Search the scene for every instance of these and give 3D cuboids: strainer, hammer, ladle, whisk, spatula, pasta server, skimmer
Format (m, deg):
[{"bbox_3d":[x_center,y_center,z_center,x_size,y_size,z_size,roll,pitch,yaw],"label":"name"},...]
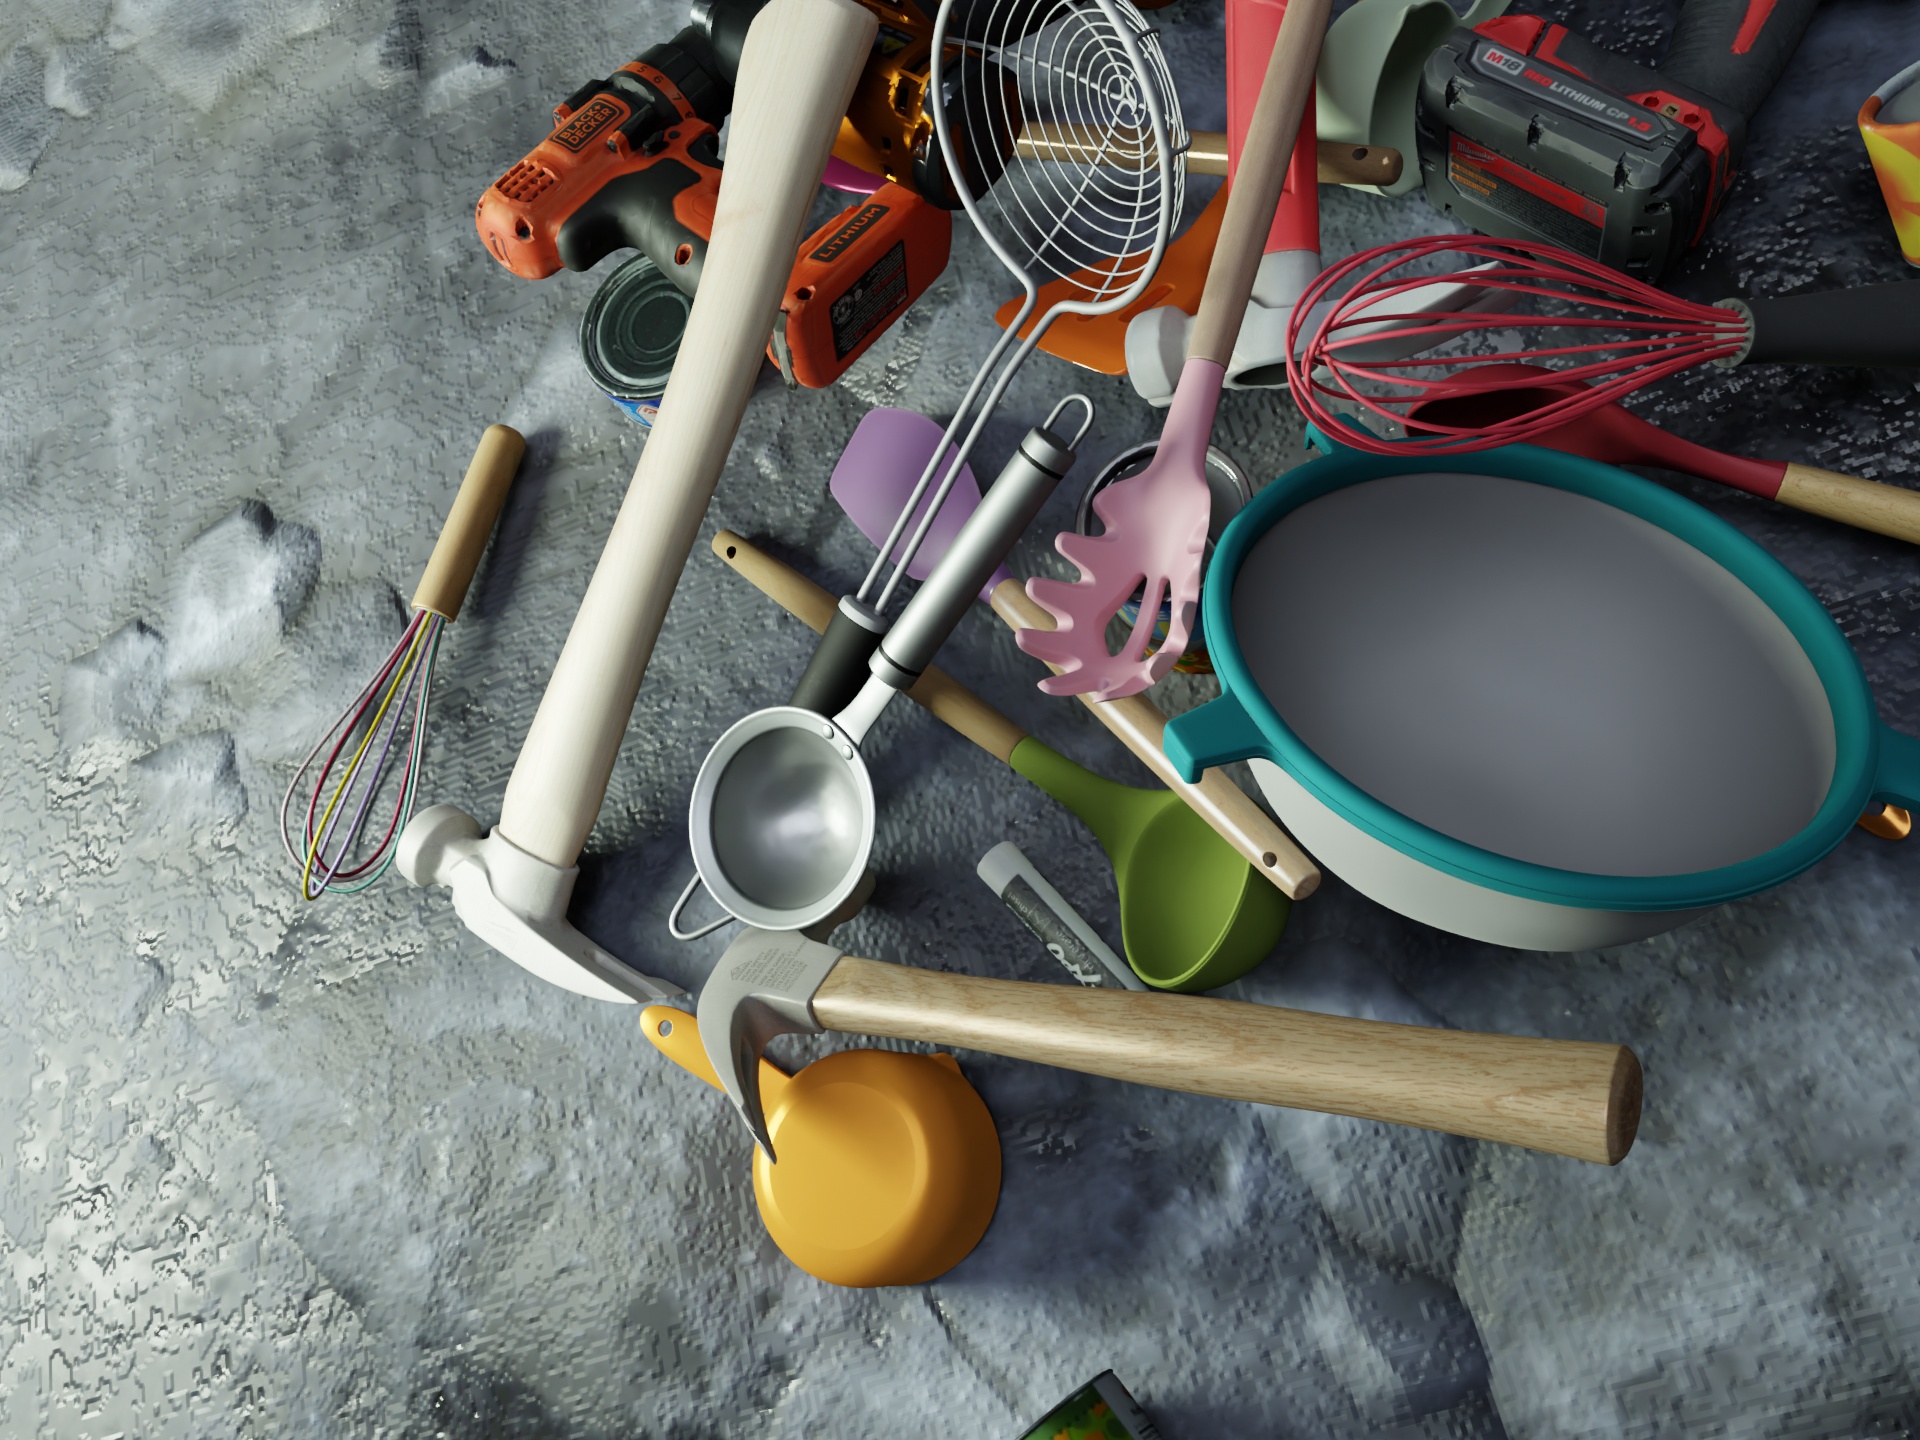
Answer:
[{"bbox_3d":[0.239,0.024,0.524,0.340,0.095,0.211,20,48,12],"label":"strainer"},{"bbox_3d":[0.046,0.104,0.527,0.331,0.031,0.130,1,40,35],"label":"hammer"},{"bbox_3d":[0.315,-0.076,0.559,0.315,0.069,0.031,19,80,18],"label":"ladle"},{"bbox_3d":[-0.001,-0.002,0.642,0.320,0.062,0.078,35,104,29],"label":"ladle"},{"bbox_3d":[0.242,-0.130,0.534,0.295,0.073,0.073,-7,67,-17],"label":"whisk"},{"bbox_3d":[-0.113,-0.087,0.649,0.146,0.038,0.410,27,102,24],"label":"hammer"},{"bbox_3d":[0.135,-0.319,0.623,0.143,0.038,0.386,-7,76,33],"label":"hammer"},{"bbox_3d":[0.144,-0.271,0.687,0.081,0.041,0.322,35,85,38],"label":"spatula"},{"bbox_3d":[-0.256,-0.031,0.748,0.051,0.047,0.245,10,73,23],"label":"whisk"},{"bbox_3d":[0.091,-0.153,0.561,0.060,0.040,0.316,13,82,33],"label":"pasta server"},{"bbox_3d":[-0.026,-0.013,0.590,0.087,0.050,0.258,47,113,24],"label":"strainer"},{"bbox_3d":[-0.029,-0.096,0.596,0.127,0.090,0.363,41,111,34],"label":"skimmer"},{"bbox_3d":[0.033,-0.038,0.620,0.316,0.018,0.059,49,115,39],"label":"spatula"}]

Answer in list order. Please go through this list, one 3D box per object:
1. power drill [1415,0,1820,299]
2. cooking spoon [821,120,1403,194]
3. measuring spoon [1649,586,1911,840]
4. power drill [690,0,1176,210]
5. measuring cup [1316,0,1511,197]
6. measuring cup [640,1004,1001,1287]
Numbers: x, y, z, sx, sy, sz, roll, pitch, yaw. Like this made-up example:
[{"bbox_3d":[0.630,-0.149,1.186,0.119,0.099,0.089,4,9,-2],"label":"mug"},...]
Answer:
[{"bbox_3d":[0.285,-0.288,0.626,0.143,0.078,0.219,39,85,25],"label":"power drill"},{"bbox_3d":[0.045,-0.257,0.704,0.319,0.017,0.069,19,79,35],"label":"cooking spoon"},{"bbox_3d":[0.290,-0.003,0.565,0.021,0.011,0.117,-38,68,3],"label":"measuring spoon"},{"bbox_3d":[-0.001,-0.331,0.702,0.164,0.084,0.226,33,67,23],"label":"power drill"},{"bbox_3d":[0.197,-0.291,0.669,0.038,0.083,0.168,23,66,33],"label":"measuring cup"},{"bbox_3d":[-0.069,0.151,0.612,0.174,0.052,0.095,25,85,24],"label":"measuring cup"}]
